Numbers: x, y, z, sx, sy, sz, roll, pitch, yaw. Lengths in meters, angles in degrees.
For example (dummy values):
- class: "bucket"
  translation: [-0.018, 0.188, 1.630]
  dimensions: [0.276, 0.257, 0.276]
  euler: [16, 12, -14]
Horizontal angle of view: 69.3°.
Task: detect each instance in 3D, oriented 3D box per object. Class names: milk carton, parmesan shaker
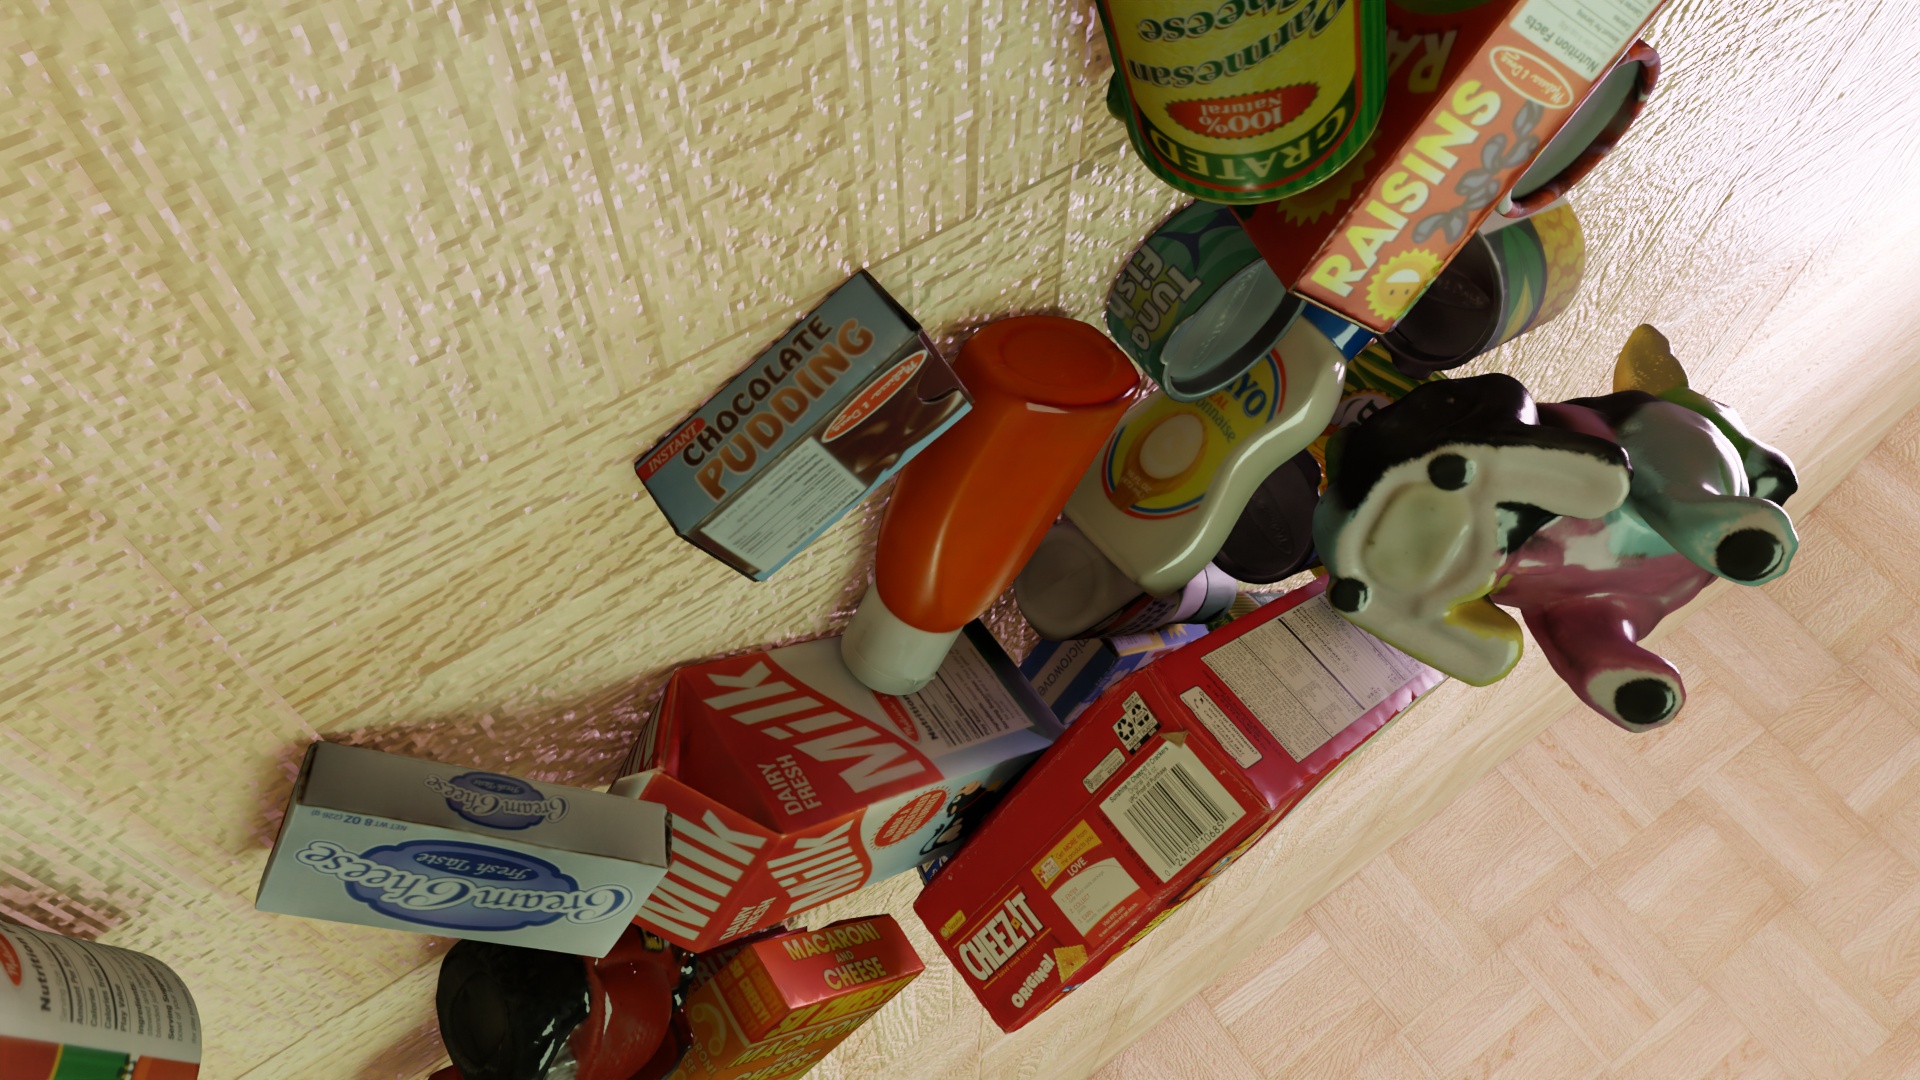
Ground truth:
- class: "milk carton"
  translation: [-0.056, 0.086, 0.506]
  dimensions: [0.191, 0.073, 0.072]
  euler: [-8, 142, -48]
- class: "parmesan shaker"
  translation: [0.058, -0.131, 0.310]
  dimensions: [0.071, 0.071, 0.103]
  euler: [-40, 155, 1]

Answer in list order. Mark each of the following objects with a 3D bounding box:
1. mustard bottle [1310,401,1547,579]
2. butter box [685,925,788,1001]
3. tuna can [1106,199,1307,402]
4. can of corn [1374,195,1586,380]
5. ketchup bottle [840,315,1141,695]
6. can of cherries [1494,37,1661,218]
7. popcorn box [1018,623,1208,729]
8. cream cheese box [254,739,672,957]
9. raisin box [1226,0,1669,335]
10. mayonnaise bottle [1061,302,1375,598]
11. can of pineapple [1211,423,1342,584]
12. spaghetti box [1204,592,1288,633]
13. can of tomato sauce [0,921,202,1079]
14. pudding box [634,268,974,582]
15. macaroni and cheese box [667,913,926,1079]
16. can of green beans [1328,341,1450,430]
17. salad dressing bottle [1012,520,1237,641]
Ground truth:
- class: "mustard bottle"
  translation: [0.269, -0.028, 0.790]
  dimensions: [0.160, 0.049, 0.065]
  euler: [-40, 155, 0]
- class: "butter box"
  translation: [-0.132, 0.229, 0.702]
  dimensions: [0.104, 0.024, 0.053]
  euler: [0, 135, -54]
- class: "tuna can"
  translation: [0.082, -0.080, 0.463]
  dimensions: [0.071, 0.033, 0.070]
  euler: [-31, 154, -17]
- class: "can of corn"
  translation: [0.198, -0.104, 0.541]
  dimensions: [0.058, 0.071, 0.070]
  euler: [-24, 151, -30]
- class: "ketchup bottle"
  translation: [0.002, -0.006, 0.466]
  dimensions: [0.065, 0.043, 0.148]
  euler: [-14, 145, -41]
- class: "can of cherries"
  translation: [0.184, -0.150, 0.456]
  dimensions: [0.072, 0.058, 0.071]
  euler: [-31, 154, -17]
- class: "popcorn box"
  translation: [0.057, 0.081, 0.693]
  dimensions: [0.085, 0.038, 0.126]
  euler: [-6, 140, -51]
- class: "cream cheese box"
  translation: [-0.142, 0.092, 0.404]
  dimensions: [0.104, 0.024, 0.053]
  euler: [17, 127, -26]
- class: "raisin box"
  translation: [0.123, -0.129, 0.370]
  dimensions: [0.040, 0.086, 0.122]
  euler: [18, 124, -29]
- class: "mayonnaise bottle"
  translation: [0.103, -0.050, 0.513]
  dimensions: [0.148, 0.065, 0.041]
  euler: [-47, 152, 7]
- class: "can of pineapple"
  translation: [0.146, -0.018, 0.614]
  dimensions: [0.058, 0.071, 0.070]
  euler: [-13, 145, -45]
- class: "spaghetti box"
  translation: [0.212, 0.059, 0.857]
  dimensions: [0.028, 0.050, 0.250]
  euler: [-49, 154, 23]
- class: "can of tomato sauce"
  translation: [-0.239, 0.127, 0.332]
  dimensions: [0.071, 0.071, 0.082]
  euler: [-35, 156, -9]
- class: "pudding box"
  translation: [-0.041, -0.029, 0.384]
  dimensions: [0.083, 0.030, 0.049]
  euler: [-40, 154, 2]
- class: "macaroni and cheese box"
  translation: [-0.113, 0.255, 0.691]
  dimensions: [0.166, 0.040, 0.124]
  euler: [-45, 155, 16]
- class: "can of green beans"
  translation: [0.202, -0.052, 0.646]
  dimensions: [0.071, 0.058, 0.071]
  euler: [-31, 154, -17]
- class: "salad dressing bottle"
  translation: [0.078, 0.019, 0.611]
  dimensions: [0.064, 0.044, 0.148]
  euler: [-34, 160, 27]
